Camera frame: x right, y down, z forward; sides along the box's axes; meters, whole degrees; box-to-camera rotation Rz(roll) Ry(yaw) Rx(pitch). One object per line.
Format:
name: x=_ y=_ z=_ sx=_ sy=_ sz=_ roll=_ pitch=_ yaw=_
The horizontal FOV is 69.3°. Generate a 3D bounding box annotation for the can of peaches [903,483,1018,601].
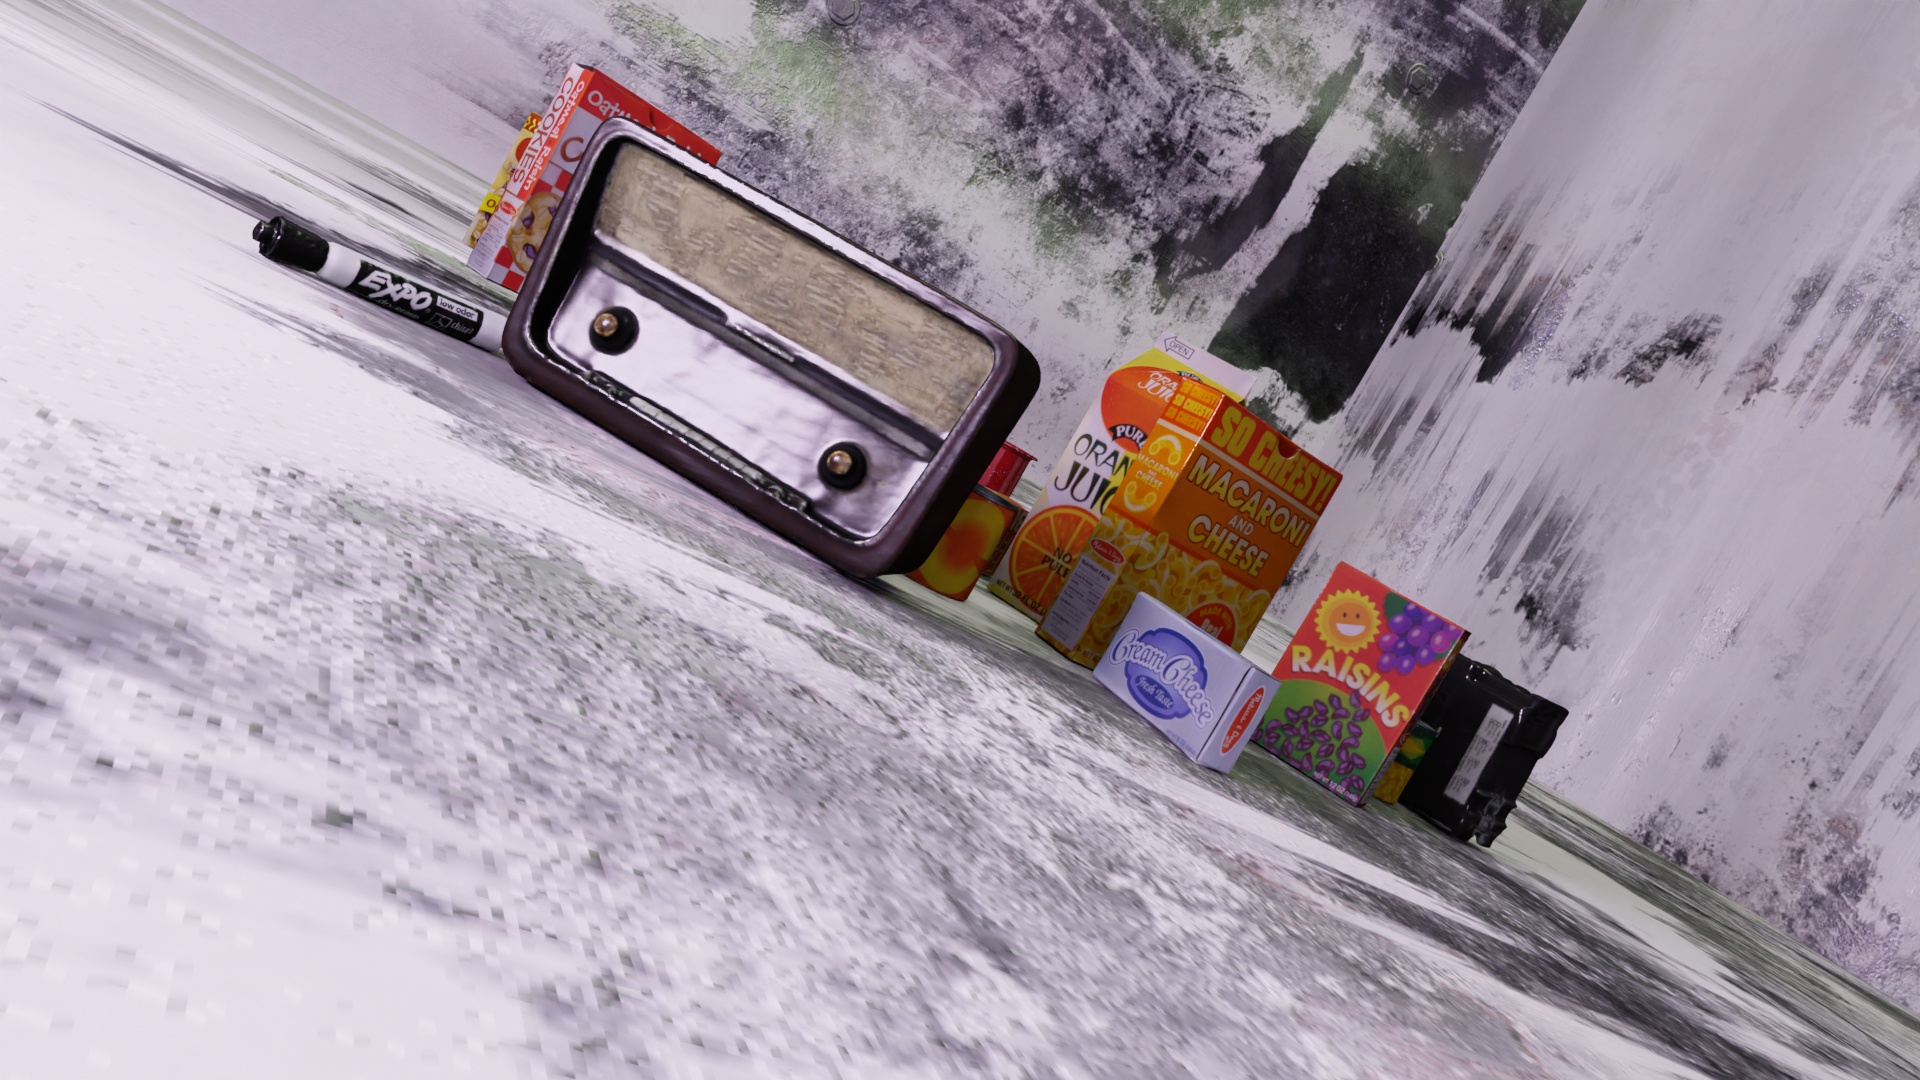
can of peaches: x=-0.009 y=-0.007 z=0.747 sx=0.071 sy=0.058 sz=0.071 roll=30 pitch=5 yaw=-3

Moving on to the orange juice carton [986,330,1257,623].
orange juice carton: x=0.104 y=-0.031 z=0.850 sx=0.072 sy=0.192 sz=0.073 roll=32 pitch=5 yaw=30

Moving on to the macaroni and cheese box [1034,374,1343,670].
macaroni and cheese box: x=0.134 y=0.007 z=0.793 sx=0.123 sy=0.166 sz=0.040 roll=26 pitch=6 yaw=-39

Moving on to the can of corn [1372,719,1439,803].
can of corn: x=0.278 y=0.136 z=0.942 sx=0.071 sy=0.058 sz=0.071 roll=30 pitch=5 yaw=-3

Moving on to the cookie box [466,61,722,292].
cookie box: x=-0.269 y=-0.248 z=1.032 sx=0.040 sy=0.167 sz=0.123 roll=34 pitch=6 yaw=42

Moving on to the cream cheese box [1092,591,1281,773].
cream cheese box: x=0.111 y=0.069 z=0.697 sx=0.024 sy=0.053 sz=0.104 roll=27 pitch=6 yaw=-31

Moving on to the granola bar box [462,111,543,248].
granola bar box: x=-0.312 y=-0.261 z=1.160 sx=0.165 sy=0.124 sz=0.039 roll=30 pitch=5 yaw=1

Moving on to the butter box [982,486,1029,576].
butter box: x=0.003 y=-0.011 z=0.880 sx=0.024 sy=0.053 sz=0.103 roll=32 pitch=6 yaw=29

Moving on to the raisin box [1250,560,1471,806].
raisin box: x=0.239 y=0.087 z=0.843 sx=0.086 sy=0.123 sz=0.040 roll=32 pitch=5 yaw=26
